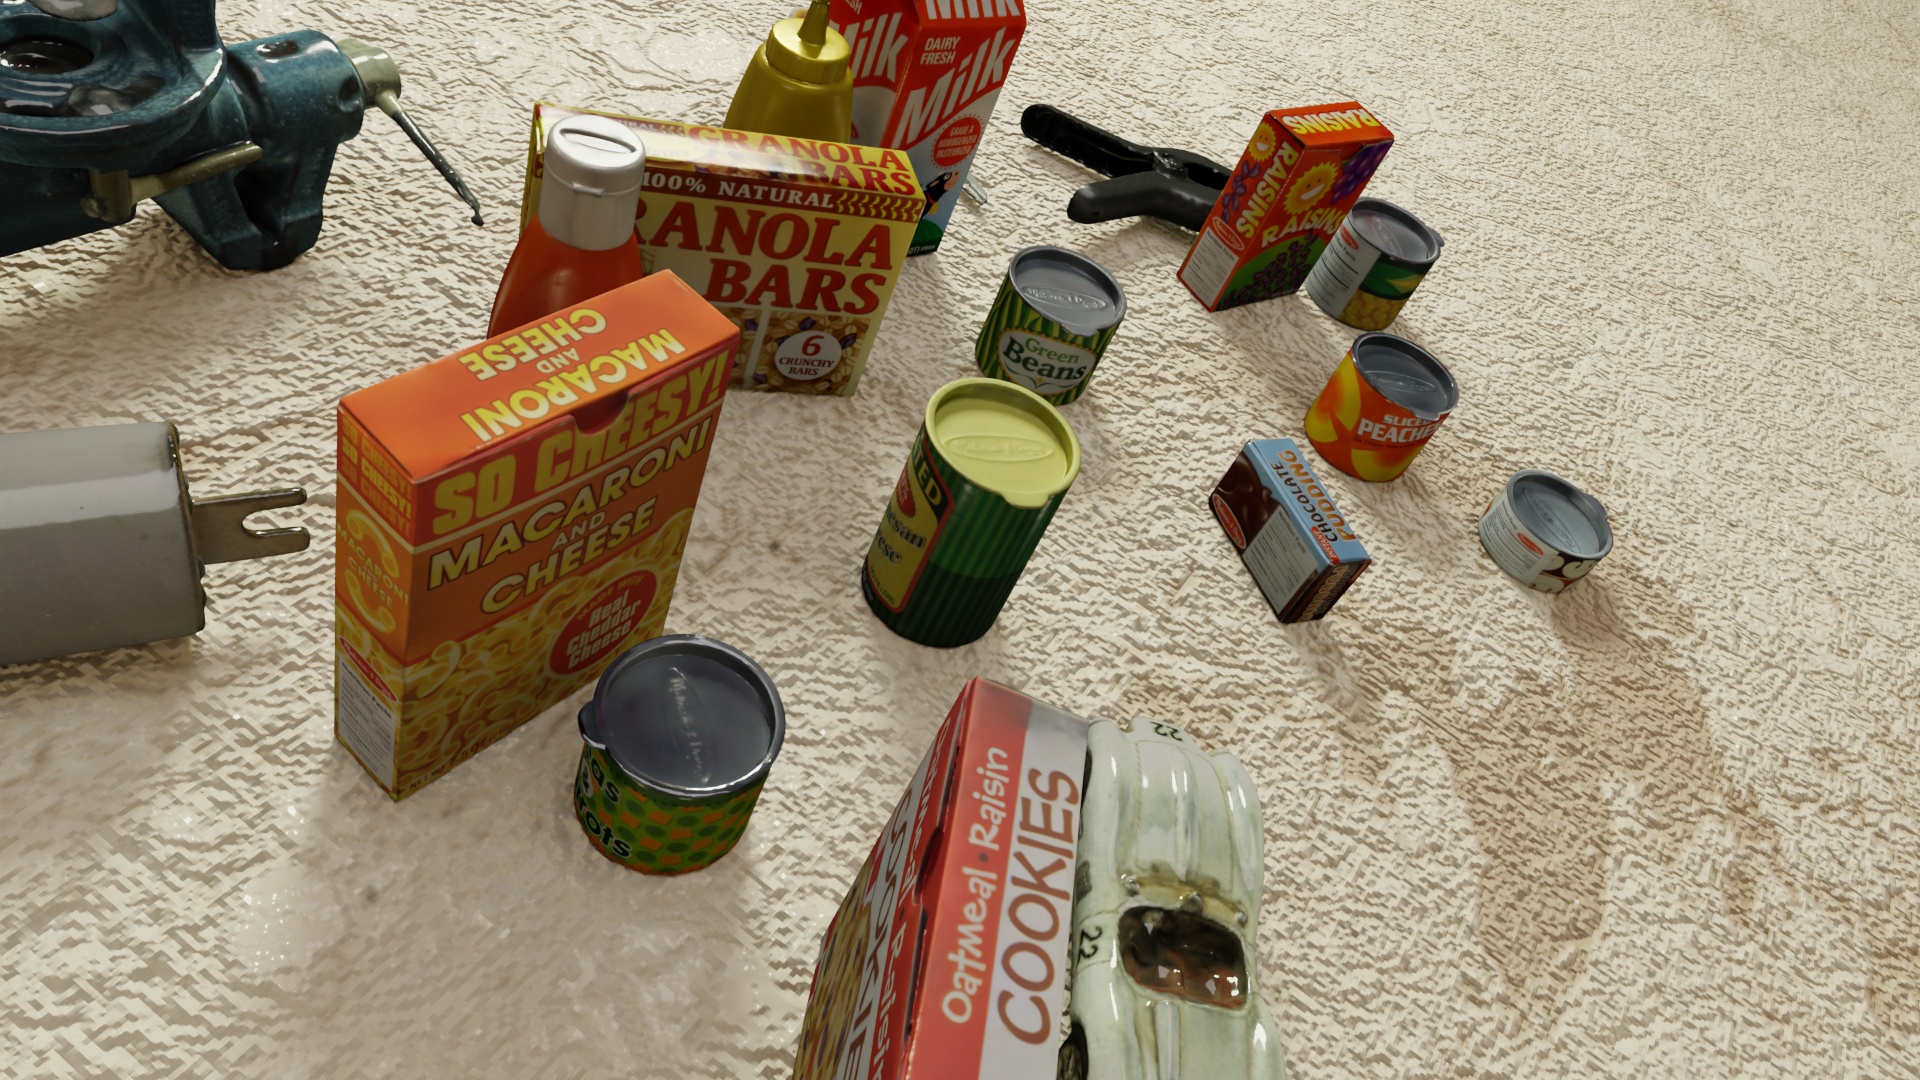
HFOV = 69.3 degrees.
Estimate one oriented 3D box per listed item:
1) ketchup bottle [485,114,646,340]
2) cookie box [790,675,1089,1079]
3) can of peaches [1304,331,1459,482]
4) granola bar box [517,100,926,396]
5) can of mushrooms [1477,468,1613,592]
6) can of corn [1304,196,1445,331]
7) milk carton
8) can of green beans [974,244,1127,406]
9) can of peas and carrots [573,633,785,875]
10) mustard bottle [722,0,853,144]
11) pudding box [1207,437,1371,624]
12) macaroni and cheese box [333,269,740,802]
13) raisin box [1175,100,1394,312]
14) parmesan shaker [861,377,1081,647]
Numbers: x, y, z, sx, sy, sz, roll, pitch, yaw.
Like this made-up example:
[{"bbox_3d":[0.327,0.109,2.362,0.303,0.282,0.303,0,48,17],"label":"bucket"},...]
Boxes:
[{"bbox_3d":[-0.158,-0.101,0.569,0.065,0.148,0.044,11,46,-15],"label":"ketchup bottle"},{"bbox_3d":[-0.015,0.138,0.399,0.040,0.166,0.123,18,45,-8],"label":"cookie box"},{"bbox_3d":[0.238,-0.073,0.787,0.071,0.057,0.071,13,46,-13],"label":"can of peaches"},{"bbox_3d":[-0.114,-0.126,0.630,0.166,0.123,0.039,1,49,-23],"label":"granola bar box"},{"bbox_3d":[0.331,-0.006,0.783,0.071,0.033,0.071,13,46,-13],"label":"can of mushrooms"},{"bbox_3d":[0.267,-0.178,0.896,0.071,0.058,0.071,13,46,-13],"label":"can of corn"},{"bbox_3d":[-0.029,-0.242,0.728,0.072,0.189,0.073,-19,60,-36],"label":"milk carton"},{"bbox_3d":[0.047,-0.113,0.738,0.071,0.057,0.071,13,46,-13],"label":"can of green beans"},{"bbox_3d":[-0.103,0.077,0.493,0.071,0.058,0.071,13,46,-13],"label":"can of peas and carrots"},{"bbox_3d":[-0.084,-0.206,0.691,0.065,0.159,0.049,-3,51,-26],"label":"mustard bottle"},{"bbox_3d":[0.163,-0.006,0.697,0.030,0.049,0.084,-6,52,-28],"label":"pudding box"},{"bbox_3d":[-0.144,0.001,0.468,0.040,0.165,0.124,41,46,15],"label":"macaroni and cheese box"},{"bbox_3d":[0.195,-0.201,0.838,0.086,0.122,0.040,-17,58,-35],"label":"raisin box"},{"bbox_3d":[0.002,-0.007,0.587,0.071,0.102,0.072,13,46,-13],"label":"parmesan shaker"}]
